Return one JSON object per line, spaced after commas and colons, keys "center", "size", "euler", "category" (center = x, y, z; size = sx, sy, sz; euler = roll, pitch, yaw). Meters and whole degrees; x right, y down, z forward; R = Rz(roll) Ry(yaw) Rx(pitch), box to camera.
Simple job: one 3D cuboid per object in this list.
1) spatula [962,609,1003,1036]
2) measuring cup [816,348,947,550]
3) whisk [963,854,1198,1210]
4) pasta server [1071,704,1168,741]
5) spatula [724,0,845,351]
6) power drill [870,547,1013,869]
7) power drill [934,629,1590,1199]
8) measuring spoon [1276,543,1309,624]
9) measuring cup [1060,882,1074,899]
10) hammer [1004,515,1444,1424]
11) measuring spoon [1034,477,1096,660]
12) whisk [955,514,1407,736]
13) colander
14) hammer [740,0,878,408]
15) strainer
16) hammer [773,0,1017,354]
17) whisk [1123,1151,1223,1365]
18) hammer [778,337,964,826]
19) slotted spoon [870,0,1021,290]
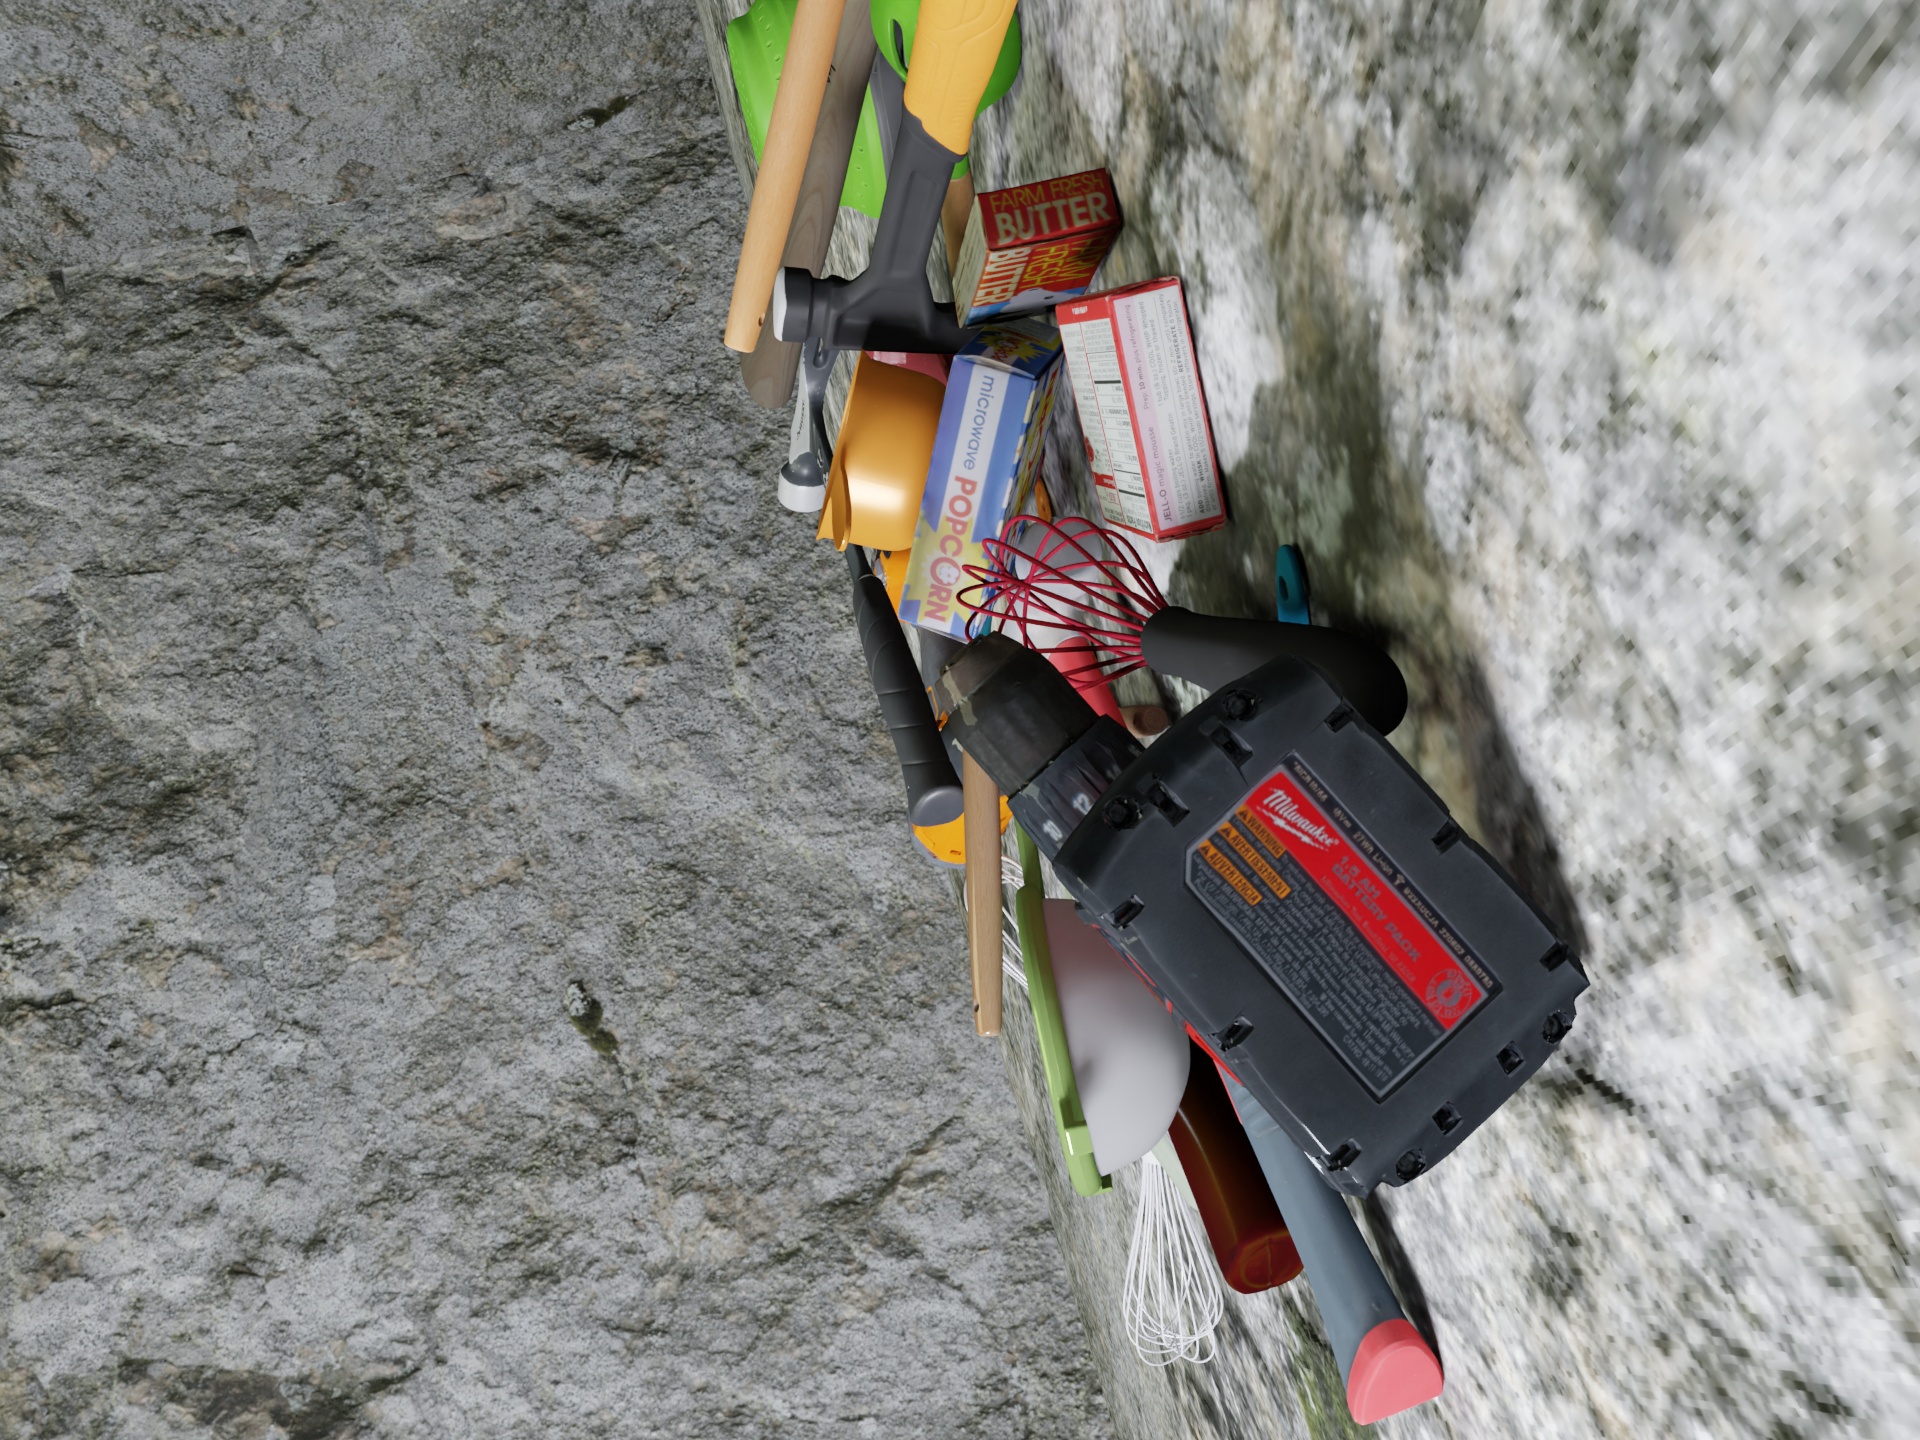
{"center": [-0.001, -0.003, 0.800], "size": [0.082, 0.044, 0.318], "euler": [155, 116, -62], "category": "spatula"}
{"center": [-0.031, -0.106, 0.720], "size": [0.174, 0.052, 0.095], "euler": [-99, 23, -63], "category": "measuring cup"}
{"center": [0.079, 0.184, 0.945], "size": [0.246, 0.058, 0.059], "euler": [54, 130, 10], "category": "whisk"}
{"center": [0.065, 0.003, 0.886], "size": [0.316, 0.040, 0.060], "euler": [169, 103, -83], "category": "pasta server"}
{"center": [-0.054, -0.300, 0.600], "size": [0.081, 0.041, 0.322], "euler": [-48, -23, -68], "category": "spatula"}
{"center": [0.000, -0.043, 0.979], "size": [0.164, 0.084, 0.227], "euler": [111, 155, -59], "category": "power drill"}
{"center": [0.066, 0.039, 0.477], "size": [0.188, 0.080, 0.226], "euler": [48, 175, 2], "category": "power drill"}
{"center": [0.105, -0.001, 0.532], "size": [0.042, 0.021, 0.128], "euler": [-113, 9, -55], "category": "measuring spoon"}
{"center": [0.087, 0.109, 0.966], "size": [0.167, 0.038, 0.083], "euler": [-138, 32, -84], "category": "measuring cup"}
{"center": [0.099, 0.102, 0.688], "size": [0.143, 0.038, 0.387], "euler": [94, 157, -61], "category": "hammer"}
{"center": [0.058, -0.079, 0.878], "size": [0.021, 0.011, 0.117], "euler": [128, 130, -77], "category": "measuring spoon"}
{"center": [0.064, -0.031, 0.553], "size": [0.296, 0.073, 0.073], "euler": [-150, 44, -69], "category": "whisk"}
{"center": [-0.086, -0.401, 0.963], "size": [0.397, 0.094, 0.204], "euler": [-137, 32, -80], "category": "colander"}
{"center": [-0.074, -0.296, 0.879], "size": [0.146, 0.038, 0.410], "euler": [66, 157, 18], "category": "hammer"}
{"center": [0.067, 0.101, 0.791], "size": [0.151, 0.069, 0.257], "euler": [69, -169, -65], "category": "strainer"}
{"center": [0.003, -0.242, 0.607], "size": [0.336, 0.127, 0.034], "euler": [118, 151, -68], "category": "hammer"}
{"center": [0.129, 0.295, 1.013], "size": [0.070, 0.070, 0.284], "euler": [-118, 19, -67], "category": "whisk"}
{"center": [-0.057, -0.090, 0.967], "size": [0.409, 0.036, 0.149], "euler": [-110, 24, -45], "category": "hammer"}
{"center": [0.001, -0.256, 0.783], "size": [0.313, 0.070, 0.031], "euler": [75, -141, -73], "category": "slotted spoon"}
